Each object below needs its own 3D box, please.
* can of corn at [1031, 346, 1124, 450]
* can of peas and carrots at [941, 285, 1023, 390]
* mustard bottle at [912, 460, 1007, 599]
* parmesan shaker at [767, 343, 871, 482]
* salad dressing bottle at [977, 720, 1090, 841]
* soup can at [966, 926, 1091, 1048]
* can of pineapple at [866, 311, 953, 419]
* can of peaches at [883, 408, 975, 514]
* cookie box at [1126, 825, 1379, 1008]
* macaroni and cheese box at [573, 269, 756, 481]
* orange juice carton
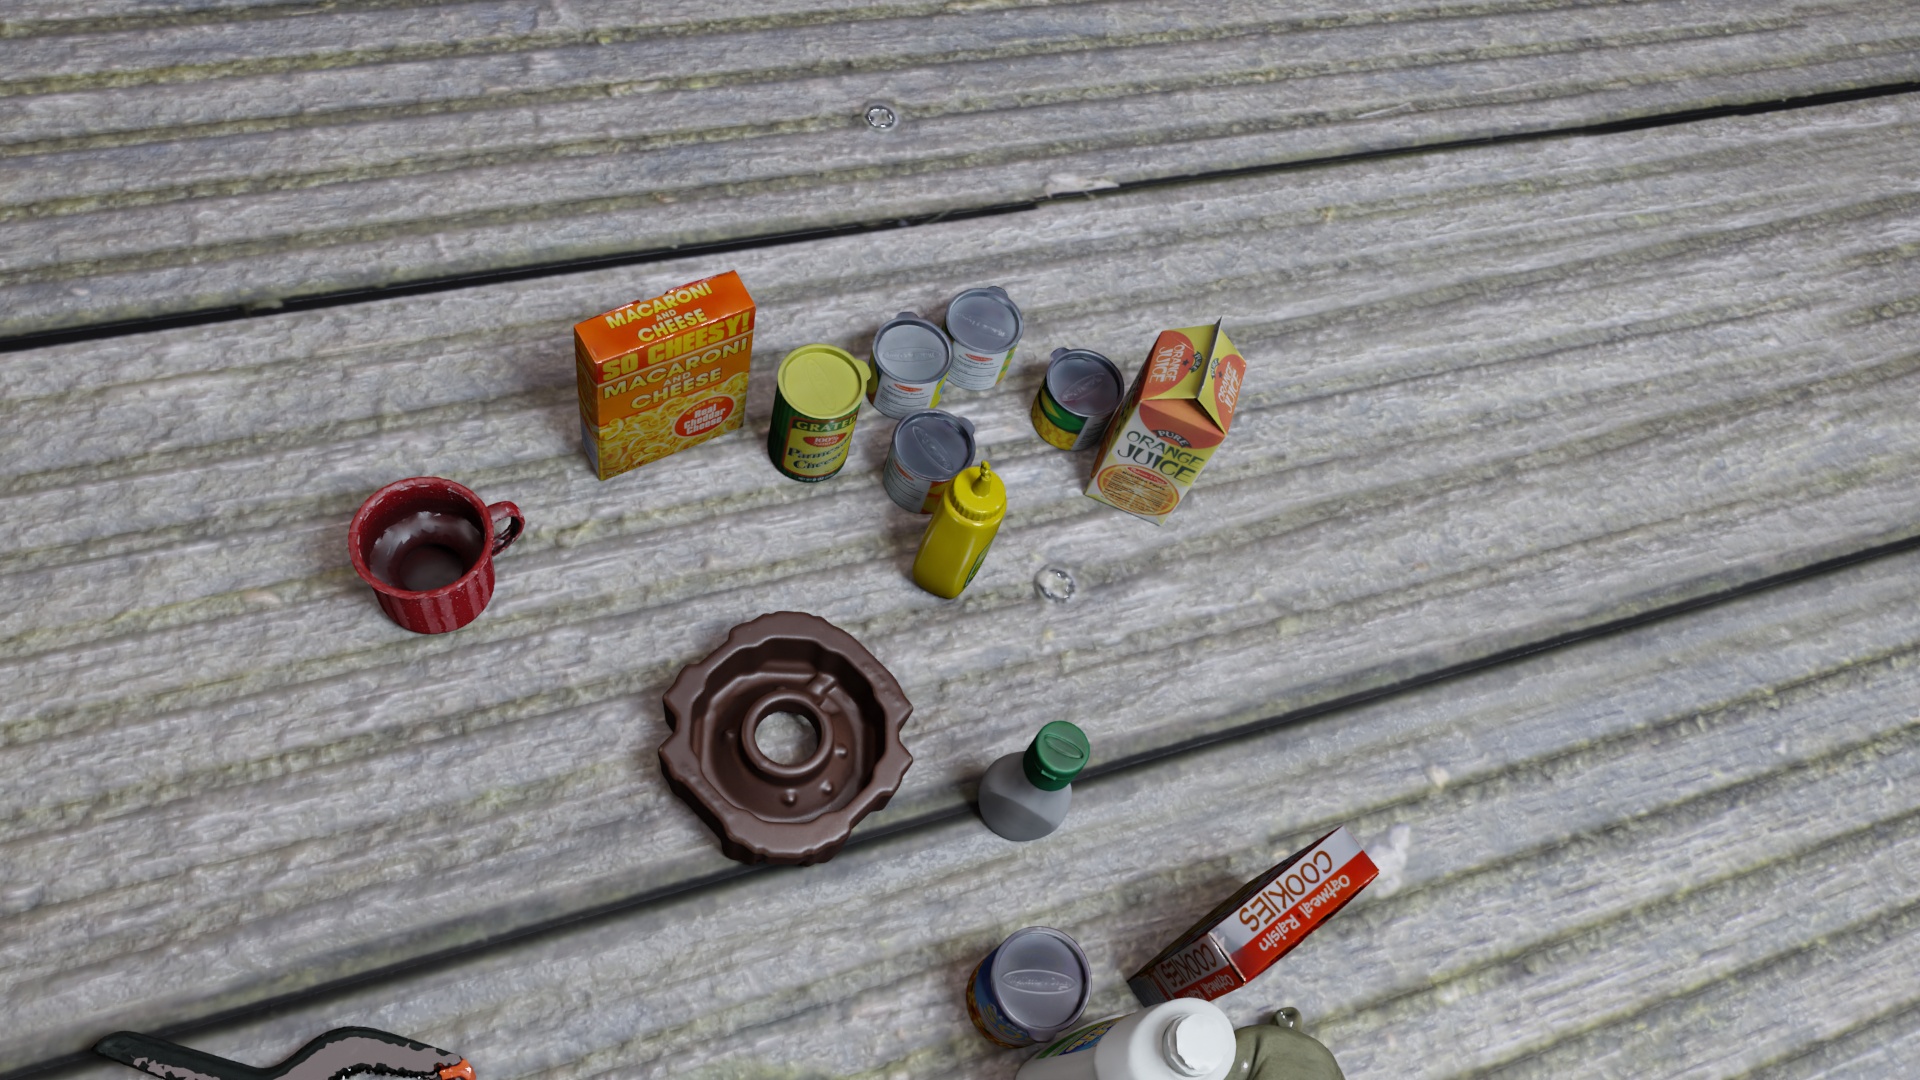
[{"bbox_3d":[0.095,-0.119,1.159,0.071,0.058,0.071,5,62,-10],"label":"can of corn"},{"bbox_3d":[0.015,-0.170,1.168,0.071,0.058,0.071,5,62,-10],"label":"can of peas and carrots"},{"bbox_3d":[0.004,-0.013,1.025,0.049,0.159,0.065,29,61,3],"label":"mustard bottle"},{"bbox_3d":[-0.110,-0.097,1.075,0.071,0.102,0.071,5,62,-10],"label":"parmesan shaker"},{"bbox_3d":[0.052,0.165,0.950,0.064,0.147,0.044,28,61,2],"label":"salad dressing bottle"},{"bbox_3d":[0.043,0.298,0.914,0.071,0.083,0.071,5,62,-10],"label":"soup can"},{"bbox_3d":[-0.043,-0.142,1.140,0.071,0.057,0.071,5,62,-10],"label":"can of pineapple"},{"bbox_3d":[-0.024,-0.063,1.103,0.071,0.057,0.071,5,62,-10],"label":"can of peaches"},{"bbox_3d":[0.191,0.258,0.921,0.123,0.166,0.040,-30,73,-25],"label":"cookie box"},{"bbox_3d":[-0.219,-0.120,1.026,0.124,0.165,0.040,-25,71,-23],"label":"macaroni and cheese box"},{"bbox_3d":[0.164,-0.095,1.085,0.073,0.191,0.072,22,61,-1],"label":"orange juice carton"}]
